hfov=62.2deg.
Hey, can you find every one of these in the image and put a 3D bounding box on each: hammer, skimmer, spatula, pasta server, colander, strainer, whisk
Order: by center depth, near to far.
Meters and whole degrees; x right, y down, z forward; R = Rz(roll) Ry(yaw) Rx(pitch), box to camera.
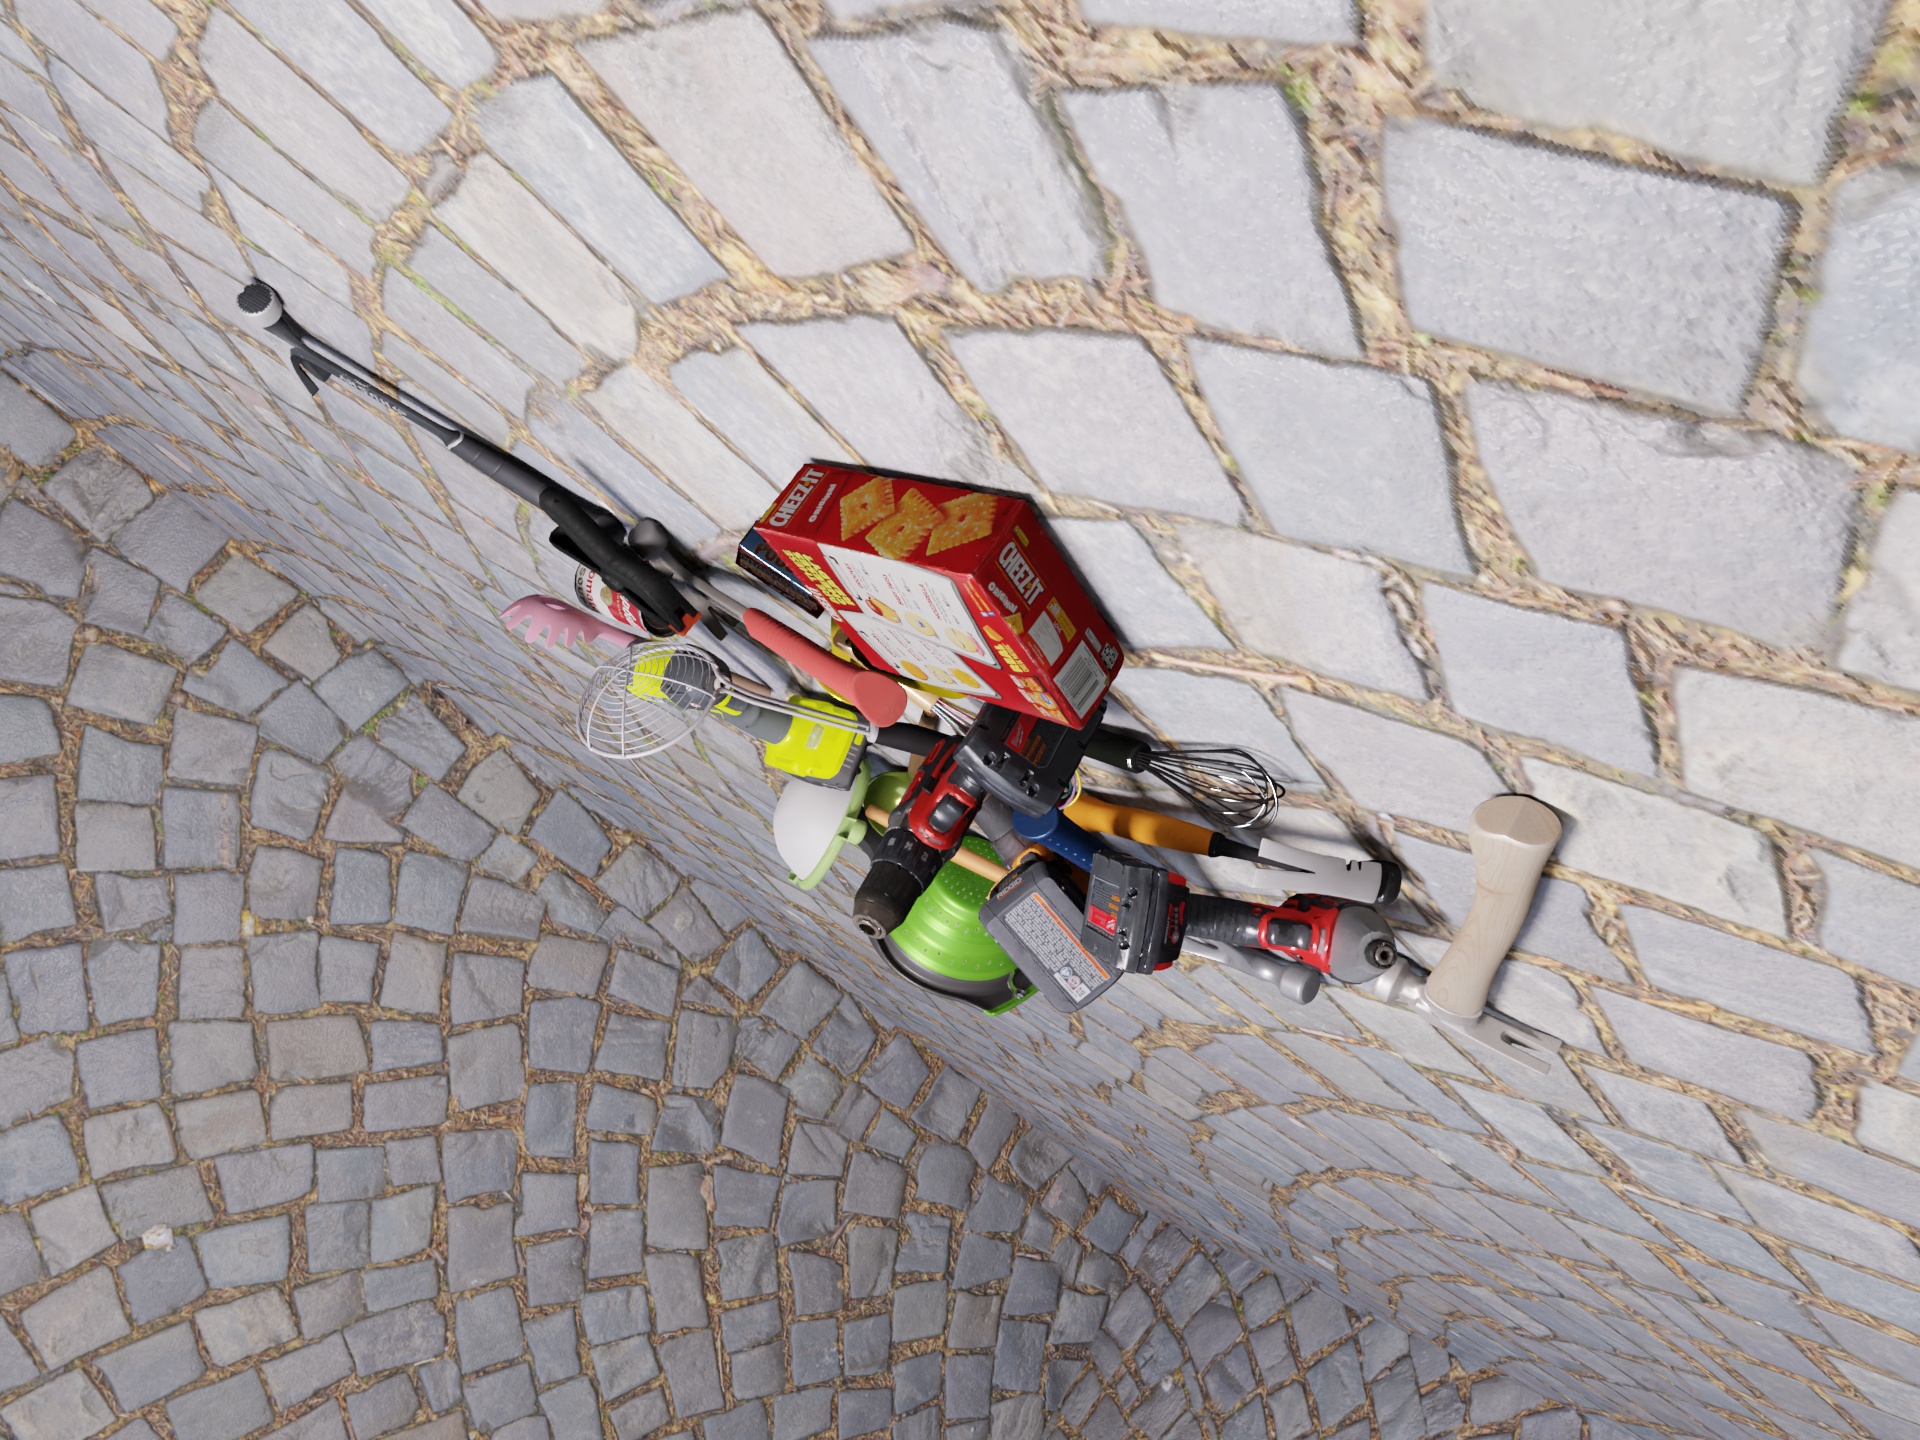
[{"bbox_3d":[0.371,0.153,1.097,0.146,0.038,0.410,25,161,20],"label":"hammer"},{"bbox_3d":[0.139,0.029,1.176,0.246,0.058,0.059,19,124,47],"label":"whisk"},{"bbox_3d":[0.176,0.092,1.232,0.127,0.034,0.337,11,179,-30],"label":"hammer"},{"bbox_3d":[-0.001,-0.006,1.329,0.245,0.051,0.047,35,141,-3],"label":"whisk"},{"bbox_3d":[-0.154,-0.068,1.343,0.359,0.037,0.149,31,166,46],"label":"hammer"},{"bbox_3d":[0.164,0.152,1.353,0.144,0.035,0.405,19,169,42],"label":"hammer"},{"bbox_3d":[-0.144,0.012,1.380,0.363,0.127,0.090,15,132,-20],"label":"skimmer"},{"bbox_3d":[-0.494,-0.271,1.508,0.409,0.036,0.149,31,164,7],"label":"hammer"},{"bbox_3d":[0.052,0.148,1.567,0.323,0.041,0.081,25,162,16],"label":"spatula"},{"bbox_3d":[-0.309,-0.064,1.571,0.316,0.040,0.060,22,-164,-46],"label":"pasta server"},{"bbox_3d":[-0.144,0.096,1.607,0.069,0.151,0.256,27,174,-11],"label":"strainer"},{"bbox_3d":[-0.051,0.139,1.724,0.397,0.204,0.094,44,133,22],"label":"colander"}]

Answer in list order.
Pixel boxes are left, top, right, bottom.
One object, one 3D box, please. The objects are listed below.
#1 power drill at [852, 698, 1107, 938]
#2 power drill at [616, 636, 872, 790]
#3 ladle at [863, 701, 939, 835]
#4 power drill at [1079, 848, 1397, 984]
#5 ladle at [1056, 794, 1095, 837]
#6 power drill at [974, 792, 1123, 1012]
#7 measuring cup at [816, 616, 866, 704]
[{"bbox_3d":[0.002,0.061,1.199,0.080,0.188,0.226,36,145,-7],"label":"power drill"},{"bbox_3d":[-0.198,-0.010,1.517,0.223,0.080,0.171,27,171,-35],"label":"power drill"},{"bbox_3d":[-0.050,0.047,1.543,0.078,0.062,0.320,44,162,9],"label":"ladle"},{"bbox_3d":[0.211,0.154,1.184,0.219,0.078,0.143,9,180,-12],"label":"power drill"},{"bbox_3d":[0.129,0.124,1.475,0.069,0.031,0.315,36,172,48],"label":"ladle"},{"bbox_3d":[0.068,0.143,1.392,0.185,0.084,0.226,49,-170,-5],"label":"power drill"},{"bbox_3d":[-0.097,-0.067,1.380,0.062,0.029,0.156,26,150,10],"label":"measuring cup"}]
